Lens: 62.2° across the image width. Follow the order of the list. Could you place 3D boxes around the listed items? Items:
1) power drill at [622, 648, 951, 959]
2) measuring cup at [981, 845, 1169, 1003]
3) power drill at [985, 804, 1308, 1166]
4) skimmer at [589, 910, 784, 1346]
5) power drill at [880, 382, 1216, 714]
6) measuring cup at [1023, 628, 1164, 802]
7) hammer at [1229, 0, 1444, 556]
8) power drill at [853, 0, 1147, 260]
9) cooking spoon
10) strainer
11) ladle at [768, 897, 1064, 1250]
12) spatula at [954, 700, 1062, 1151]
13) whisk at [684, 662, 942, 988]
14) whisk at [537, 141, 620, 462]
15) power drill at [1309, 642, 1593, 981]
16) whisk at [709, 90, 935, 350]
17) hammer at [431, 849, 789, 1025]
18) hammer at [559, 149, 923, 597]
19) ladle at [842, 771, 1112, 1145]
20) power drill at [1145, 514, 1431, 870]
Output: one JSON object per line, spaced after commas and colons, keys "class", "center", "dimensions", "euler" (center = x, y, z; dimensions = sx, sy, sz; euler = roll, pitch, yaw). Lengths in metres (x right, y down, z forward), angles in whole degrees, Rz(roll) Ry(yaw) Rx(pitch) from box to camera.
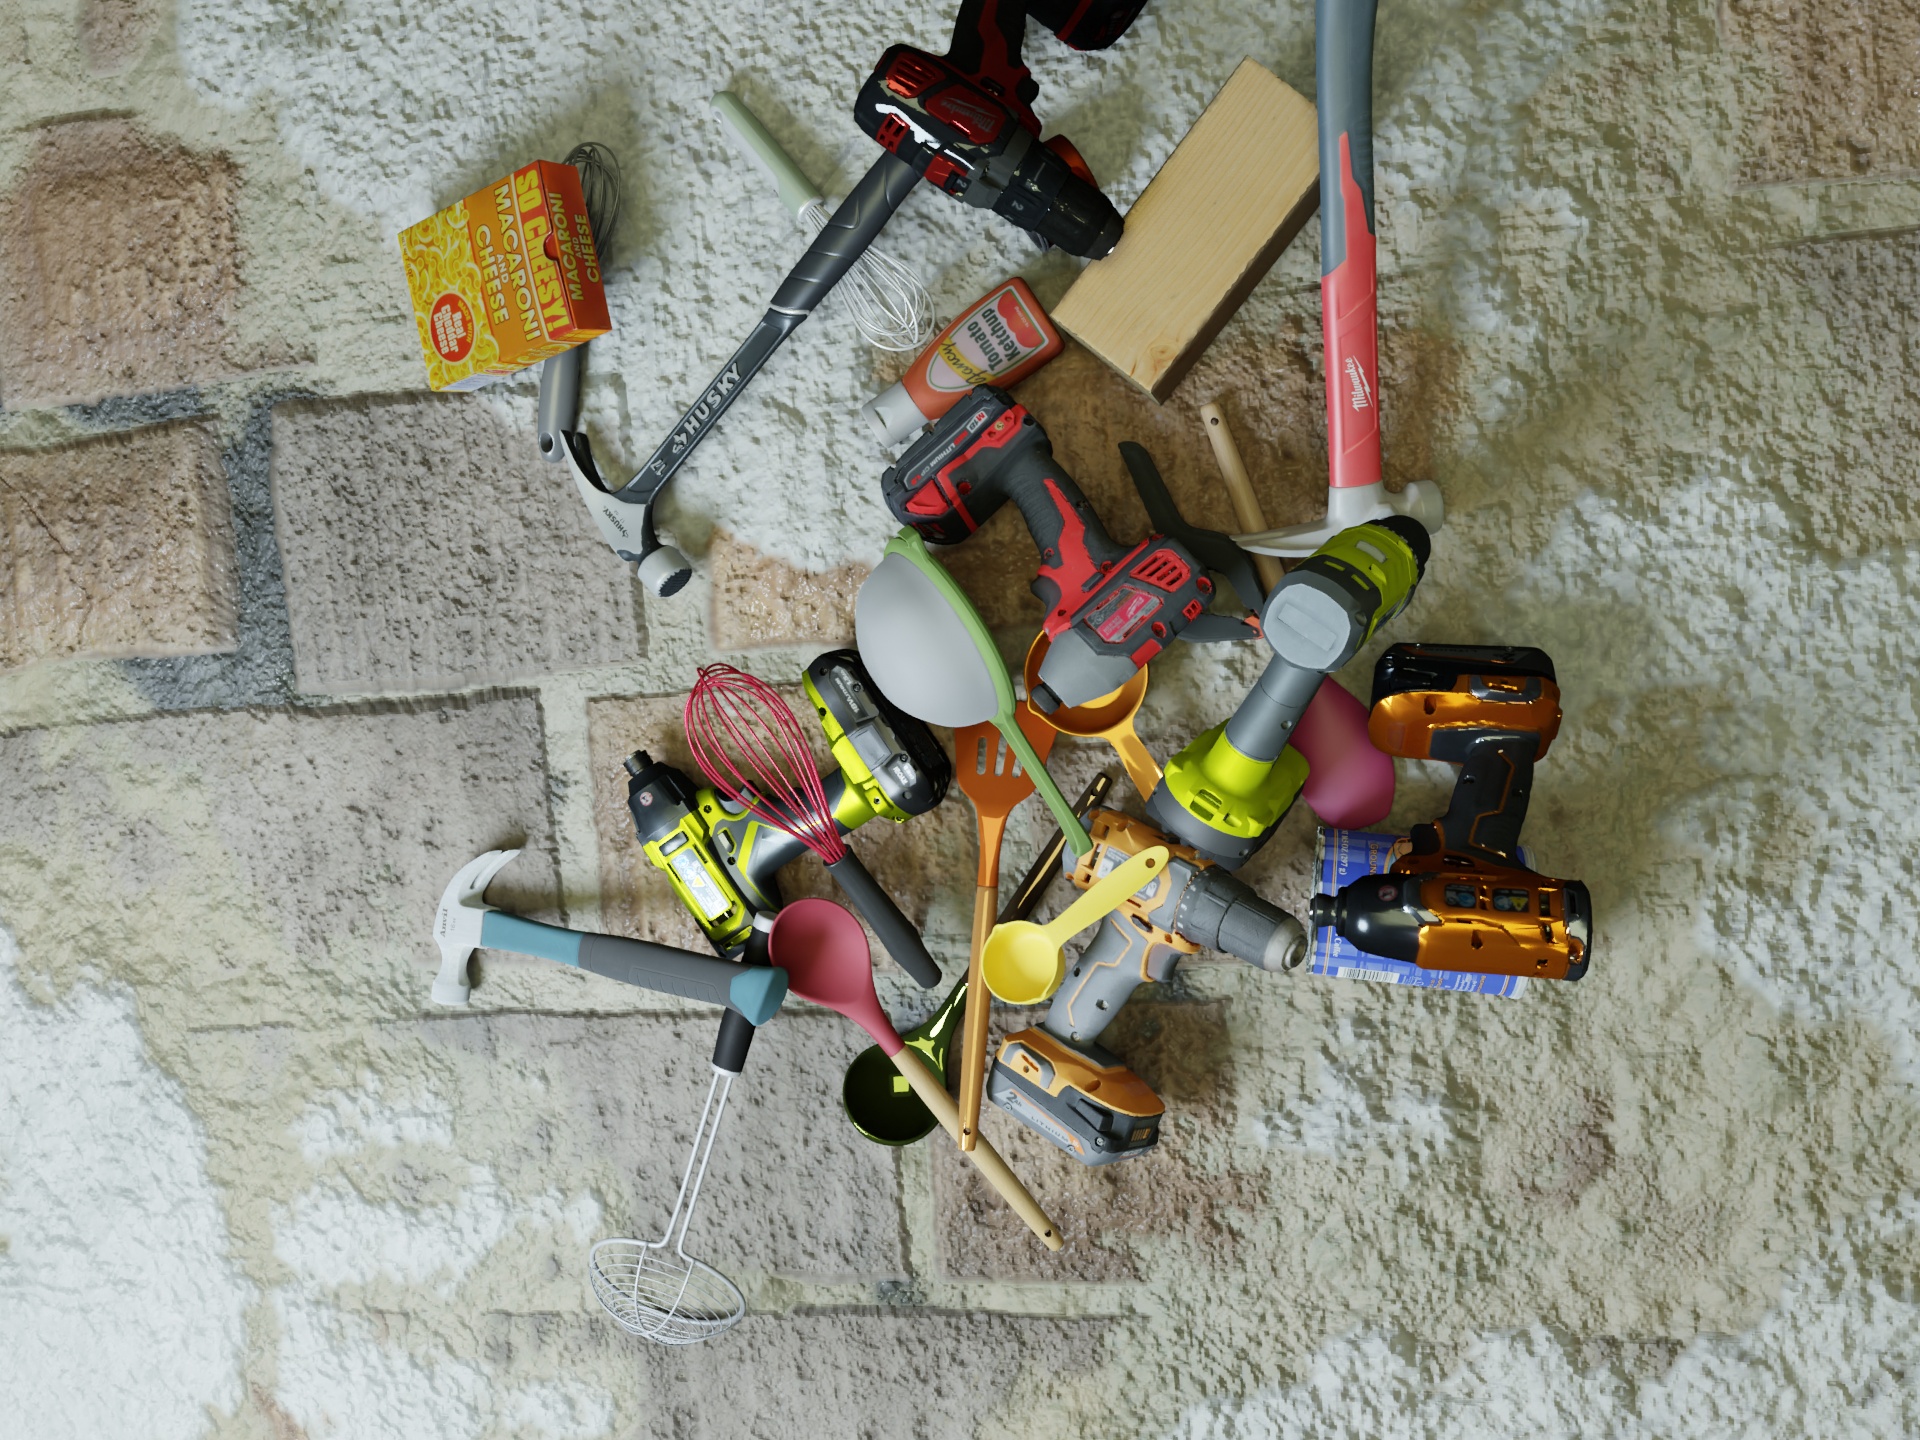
{"class": "power drill", "center": [-0.135, 0.051, 1.178], "dimensions": [0.223, 0.080, 0.171], "euler": [-35, 88, 15]}
{"class": "measuring cup", "center": [0.083, 0.138, 1.094], "dimensions": [0.156, 0.029, 0.062], "euler": [-38, 65, 9]}
{"class": "power drill", "center": [0.128, 0.194, 1.105], "dimensions": [0.185, 0.084, 0.226], "euler": [26, 99, 37]}
{"class": "skimmer", "center": [-0.187, 0.309, 1.200], "dimensions": [0.127, 0.090, 0.363], "euler": [18, 97, 4]}
{"class": "power drill", "center": [0.053, -0.113, 1.089], "dimensions": [0.143, 0.078, 0.220], "euler": [-44, 70, 1]}
{"class": "measuring cup", "center": [0.114, 0.002, 1.136], "dimensions": [0.095, 0.052, 0.173], "euler": [-31, 91, 12]}
{"class": "hammer", "center": [0.234, -0.296, 1.018], "dimensions": [0.143, 0.038, 0.386], "euler": [-9, 112, -4]}
{"class": "power drill", "center": [0.054, -0.423, 1.043], "dimensions": [0.187, 0.080, 0.227], "euler": [30, 68, -11]}
{"class": "cooking spoon", "center": [0.230, -0.074, 1.122], "dimensions": [0.069, 0.017, 0.319], "euler": [-20, 90, 14]}
{"class": "strainer", "center": [-0.002, -0.004, 1.100], "dimensions": [0.069, 0.151, 0.256], "euler": [-32, 87, -13]}
{"class": "ladle", "center": [-0.027, 0.256, 1.140], "dimensions": [0.069, 0.031, 0.315], "euler": [-39, 92, -7]}
{"class": "spatula", "center": [0.019, 0.143, 1.142], "dimensions": [0.081, 0.041, 0.323], "euler": [4, 86, 8]}
{"class": "whisk", "center": [-0.097, 0.080, 1.100], "dimensions": [0.073, 0.073, 0.295], "euler": [-30, 113, 12]}
{"class": "whisk", "center": [-0.292, -0.313, 1.198], "dimensions": [0.055, 0.055, 0.239], "euler": [12, 101, 10]}
{"class": "power drill", "center": [0.310, 0.058, 1.021], "dimensions": [0.164, 0.084, 0.227], "euler": [2, 52, 11]}
{"class": "whisk", "center": [-0.104, -0.364, 1.154], "dimensions": [0.059, 0.057, 0.246], "euler": [-37, 81, -13]}
{"class": "hammer", "center": [-0.268, 0.175, 1.186], "dimensions": [0.331, 0.033, 0.128], "euler": [7, 92, 30]}
{"class": "hammer", "center": [-0.137, -0.282, 1.136], "dimensions": [0.409, 0.036, 0.149], "euler": [-46, 76, 19]}
{"class": "ladle", "center": [0.018, 0.174, 1.167], "dimensions": [0.078, 0.062, 0.320], "euler": [34, 97, 9]}
{"class": "power drill", "center": [0.223, -0.028, 1.038], "dimensions": [0.080, 0.190, 0.228], "euler": [36, 126, 16]}
